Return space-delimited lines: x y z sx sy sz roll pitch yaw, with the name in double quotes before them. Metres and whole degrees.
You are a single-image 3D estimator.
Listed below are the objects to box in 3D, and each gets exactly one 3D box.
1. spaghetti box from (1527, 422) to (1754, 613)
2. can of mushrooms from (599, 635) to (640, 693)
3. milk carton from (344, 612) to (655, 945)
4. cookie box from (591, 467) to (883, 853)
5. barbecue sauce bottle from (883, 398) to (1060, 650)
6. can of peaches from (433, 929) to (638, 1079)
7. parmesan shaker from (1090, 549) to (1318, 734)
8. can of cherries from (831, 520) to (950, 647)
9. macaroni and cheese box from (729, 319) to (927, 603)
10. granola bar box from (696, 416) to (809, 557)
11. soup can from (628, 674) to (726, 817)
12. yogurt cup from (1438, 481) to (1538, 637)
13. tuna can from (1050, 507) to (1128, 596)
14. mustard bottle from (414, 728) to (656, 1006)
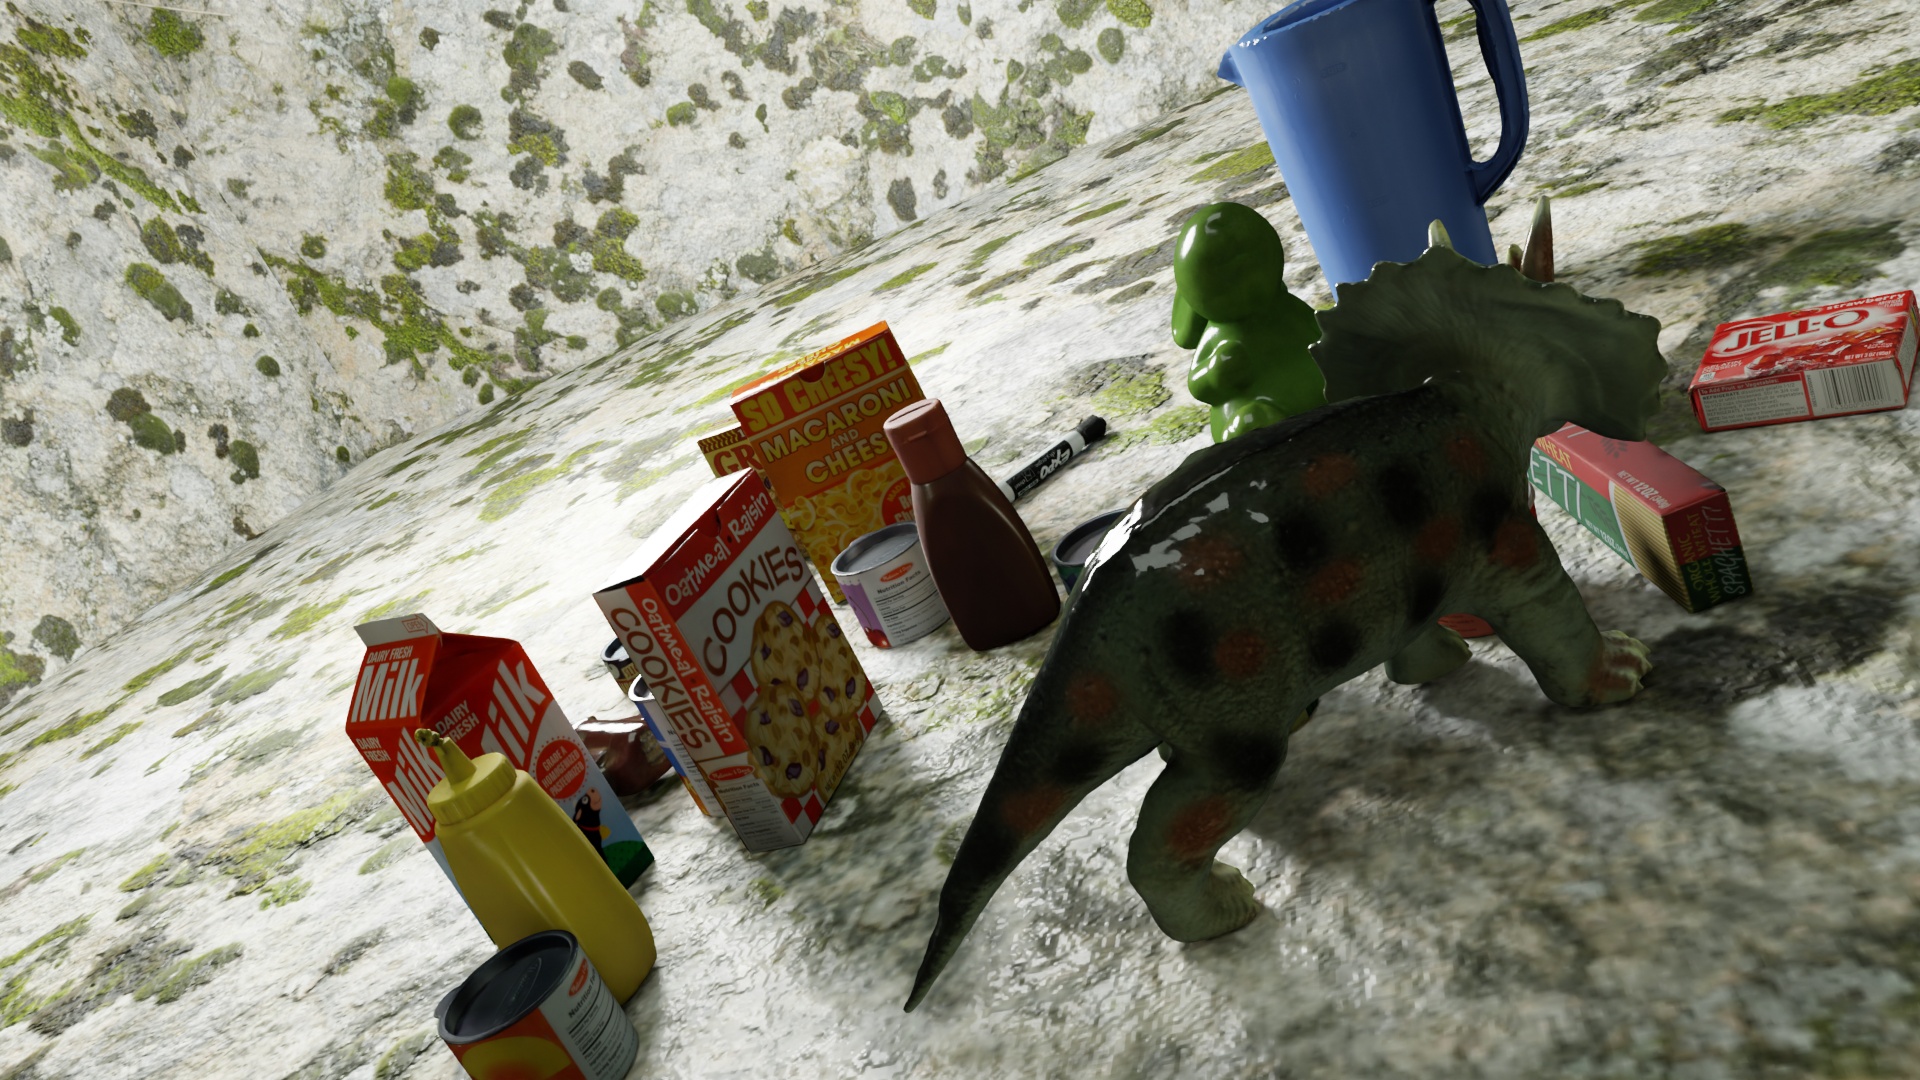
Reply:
"spaghetti box" 0.298 -0.040 0.669 0.028 0.050 0.251 -23 20 8
"can of mushrooms" -0.232 0.084 1.034 0.071 0.033 0.071 -23 20 9
"milk carton" -0.251 0.120 0.734 0.072 0.190 0.074 -11 24 37
"cookie box" -0.111 0.061 0.744 0.040 0.167 0.123 -16 22 27
"barbecue sauce bottle" 0.003 -0.010 0.811 0.065 0.148 0.044 -23 20 9
"can of peaches" -0.185 0.216 0.608 0.071 0.058 0.071 -23 20 9
"parmesan shaker" 0.111 0.037 0.627 0.071 0.102 0.071 -23 20 9
"can of cherries" -0.042 0.028 0.906 0.071 0.058 0.072 -23 20 9
"macaroni and cheese box" -0.071 -0.055 0.988 0.124 0.166 0.040 -25 19 3
"granola bar box" -0.110 -0.057 1.104 0.165 0.124 0.039 -16 22 27
"soup can" -0.140 0.104 0.795 0.071 0.083 0.071 -23 20 9
"yogurt cup" 0.231 0.007 0.627 0.072 0.053 0.072 -23 20 9
"tuna can" 0.092 0.010 0.823 0.071 0.032 0.071 -23 20 9
"mustard bottle" -0.203 0.149 0.647 0.065 0.159 0.049 -14 23 32
